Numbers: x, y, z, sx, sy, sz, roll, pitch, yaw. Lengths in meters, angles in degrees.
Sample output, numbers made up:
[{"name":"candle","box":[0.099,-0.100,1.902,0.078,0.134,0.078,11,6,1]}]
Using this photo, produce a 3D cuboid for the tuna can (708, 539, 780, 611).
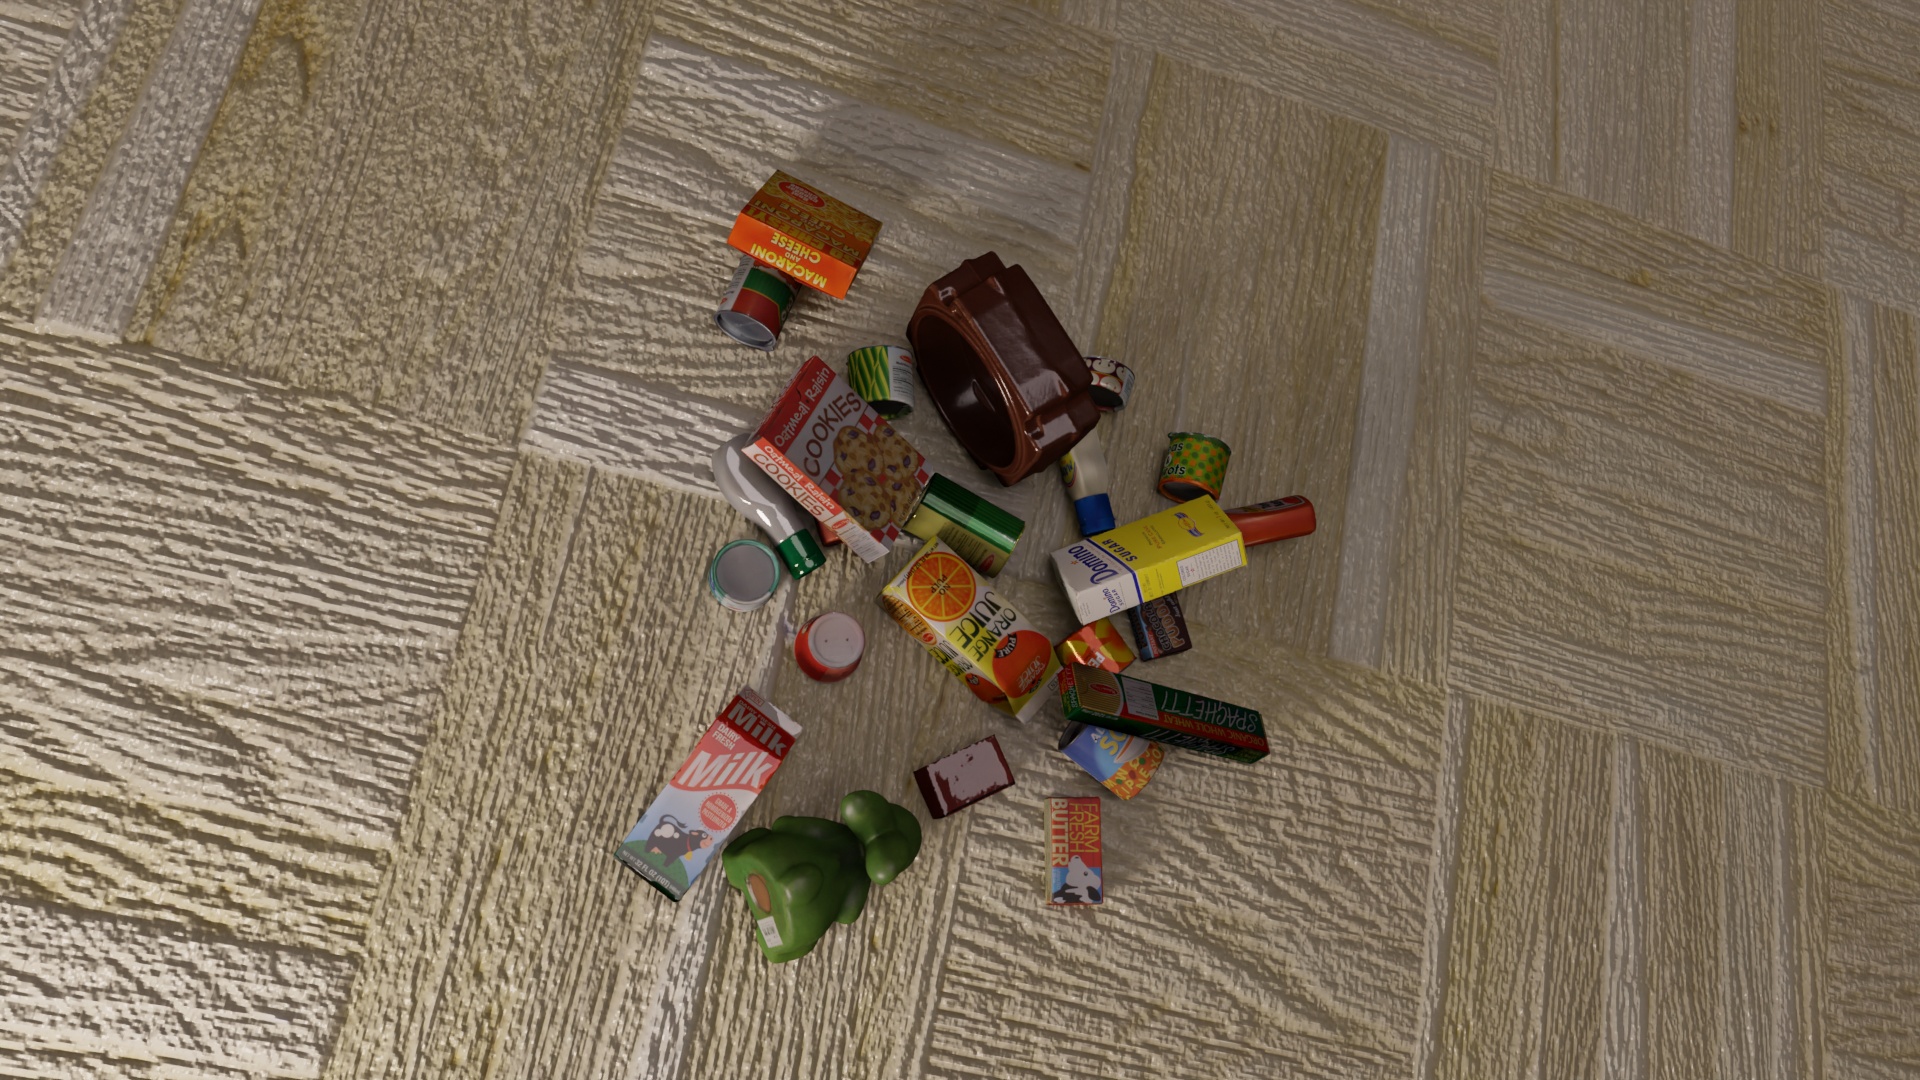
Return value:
[{"name":"tuna can","box":[-0.207,0.031,1.329,0.071,0.032,0.071,4,75,-15]}]

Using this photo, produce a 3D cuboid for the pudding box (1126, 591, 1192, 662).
[{"name":"pudding box","box":[0.201,0.079,1.430,0.050,0.030,0.084,-12,79,-17]}]

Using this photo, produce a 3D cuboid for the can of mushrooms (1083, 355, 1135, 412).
[{"name":"can of mushrooms","box":[0.146,-0.164,1.463,0.071,0.071,0.033,20,72,-10]}]

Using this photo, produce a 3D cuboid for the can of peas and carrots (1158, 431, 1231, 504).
[{"name":"can of peas and carrots","box":[0.245,-0.075,1.465,0.071,0.070,0.059,20,72,-9]}]

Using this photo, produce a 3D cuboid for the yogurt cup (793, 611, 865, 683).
[{"name":"yogurt cup","box":[-0.122,0.099,1.322,0.072,0.053,0.072,4,75,-14]}]

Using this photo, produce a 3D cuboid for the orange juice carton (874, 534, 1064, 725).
[{"name":"orange juice carton","box":[0.015,0.091,1.352,0.192,0.073,0.072,43,69,-1]}]

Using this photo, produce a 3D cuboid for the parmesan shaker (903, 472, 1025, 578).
[{"name":"parmesan shaker","box":[0.005,-0.017,1.380,0.103,0.071,0.071,30,70,-6]}]

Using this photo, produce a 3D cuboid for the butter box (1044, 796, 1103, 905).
[{"name":"butter box","box":[0.109,0.300,1.347,0.053,0.024,0.104,4,74,-14]}]

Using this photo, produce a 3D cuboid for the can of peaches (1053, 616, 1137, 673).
[{"name":"can of peaches","box":[0.131,0.113,1.380,0.071,0.071,0.058,-33,85,-21]}]

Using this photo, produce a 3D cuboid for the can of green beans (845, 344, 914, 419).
[{"name":"can of green beans","box":[-0.080,-0.158,1.398,0.071,0.071,0.058,0,76,-15]}]

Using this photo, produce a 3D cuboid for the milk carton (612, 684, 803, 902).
[{"name":"milk carton","box":[-0.224,0.225,1.249,0.072,0.073,0.191,38,69,-3]}]

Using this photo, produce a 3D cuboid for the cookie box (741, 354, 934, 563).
[{"name":"cookie box","box":[-0.114,-0.079,1.335,0.167,0.040,0.123,43,48,-20]}]

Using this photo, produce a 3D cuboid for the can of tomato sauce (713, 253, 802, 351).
[{"name":"can of tomato sauce","box":[-0.198,-0.243,1.389,0.071,0.071,0.083,24,70,-8]}]

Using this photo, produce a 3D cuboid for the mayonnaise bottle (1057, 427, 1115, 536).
[{"name":"mayonnaise bottle","box":[0.125,-0.079,1.437,0.041,0.064,0.148,-11,82,-20]}]

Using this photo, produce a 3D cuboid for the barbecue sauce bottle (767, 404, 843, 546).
[{"name":"barbecue sauce bottle","box":[-0.141,-0.069,1.368,0.065,0.043,0.148,-13,79,-30]}]

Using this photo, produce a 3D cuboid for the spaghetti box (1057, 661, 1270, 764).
[{"name":"spaghetti box","box":[0.202,0.171,1.357,0.250,0.028,0.050,17,48,-31]}]

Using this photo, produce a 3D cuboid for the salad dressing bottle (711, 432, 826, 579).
[{"name":"salad dressing bottle","box":[-0.184,-0.032,1.347,0.064,0.043,0.147,-31,86,-32]}]

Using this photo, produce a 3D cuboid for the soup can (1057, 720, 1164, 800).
[{"name":"soup can","box":[0.149,0.202,1.360,0.084,0.071,0.071,38,69,-4]}]

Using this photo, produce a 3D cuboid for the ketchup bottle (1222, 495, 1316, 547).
[{"name":"ketchup bottle","box":[0.295,-0.013,1.467,0.149,0.065,0.043,-12,98,-9]}]

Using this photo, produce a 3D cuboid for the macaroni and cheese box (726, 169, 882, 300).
[{"name":"macaroni and cheese box","box":[-0.151,-0.305,1.380,0.124,0.040,0.167,25,28,-7]}]
